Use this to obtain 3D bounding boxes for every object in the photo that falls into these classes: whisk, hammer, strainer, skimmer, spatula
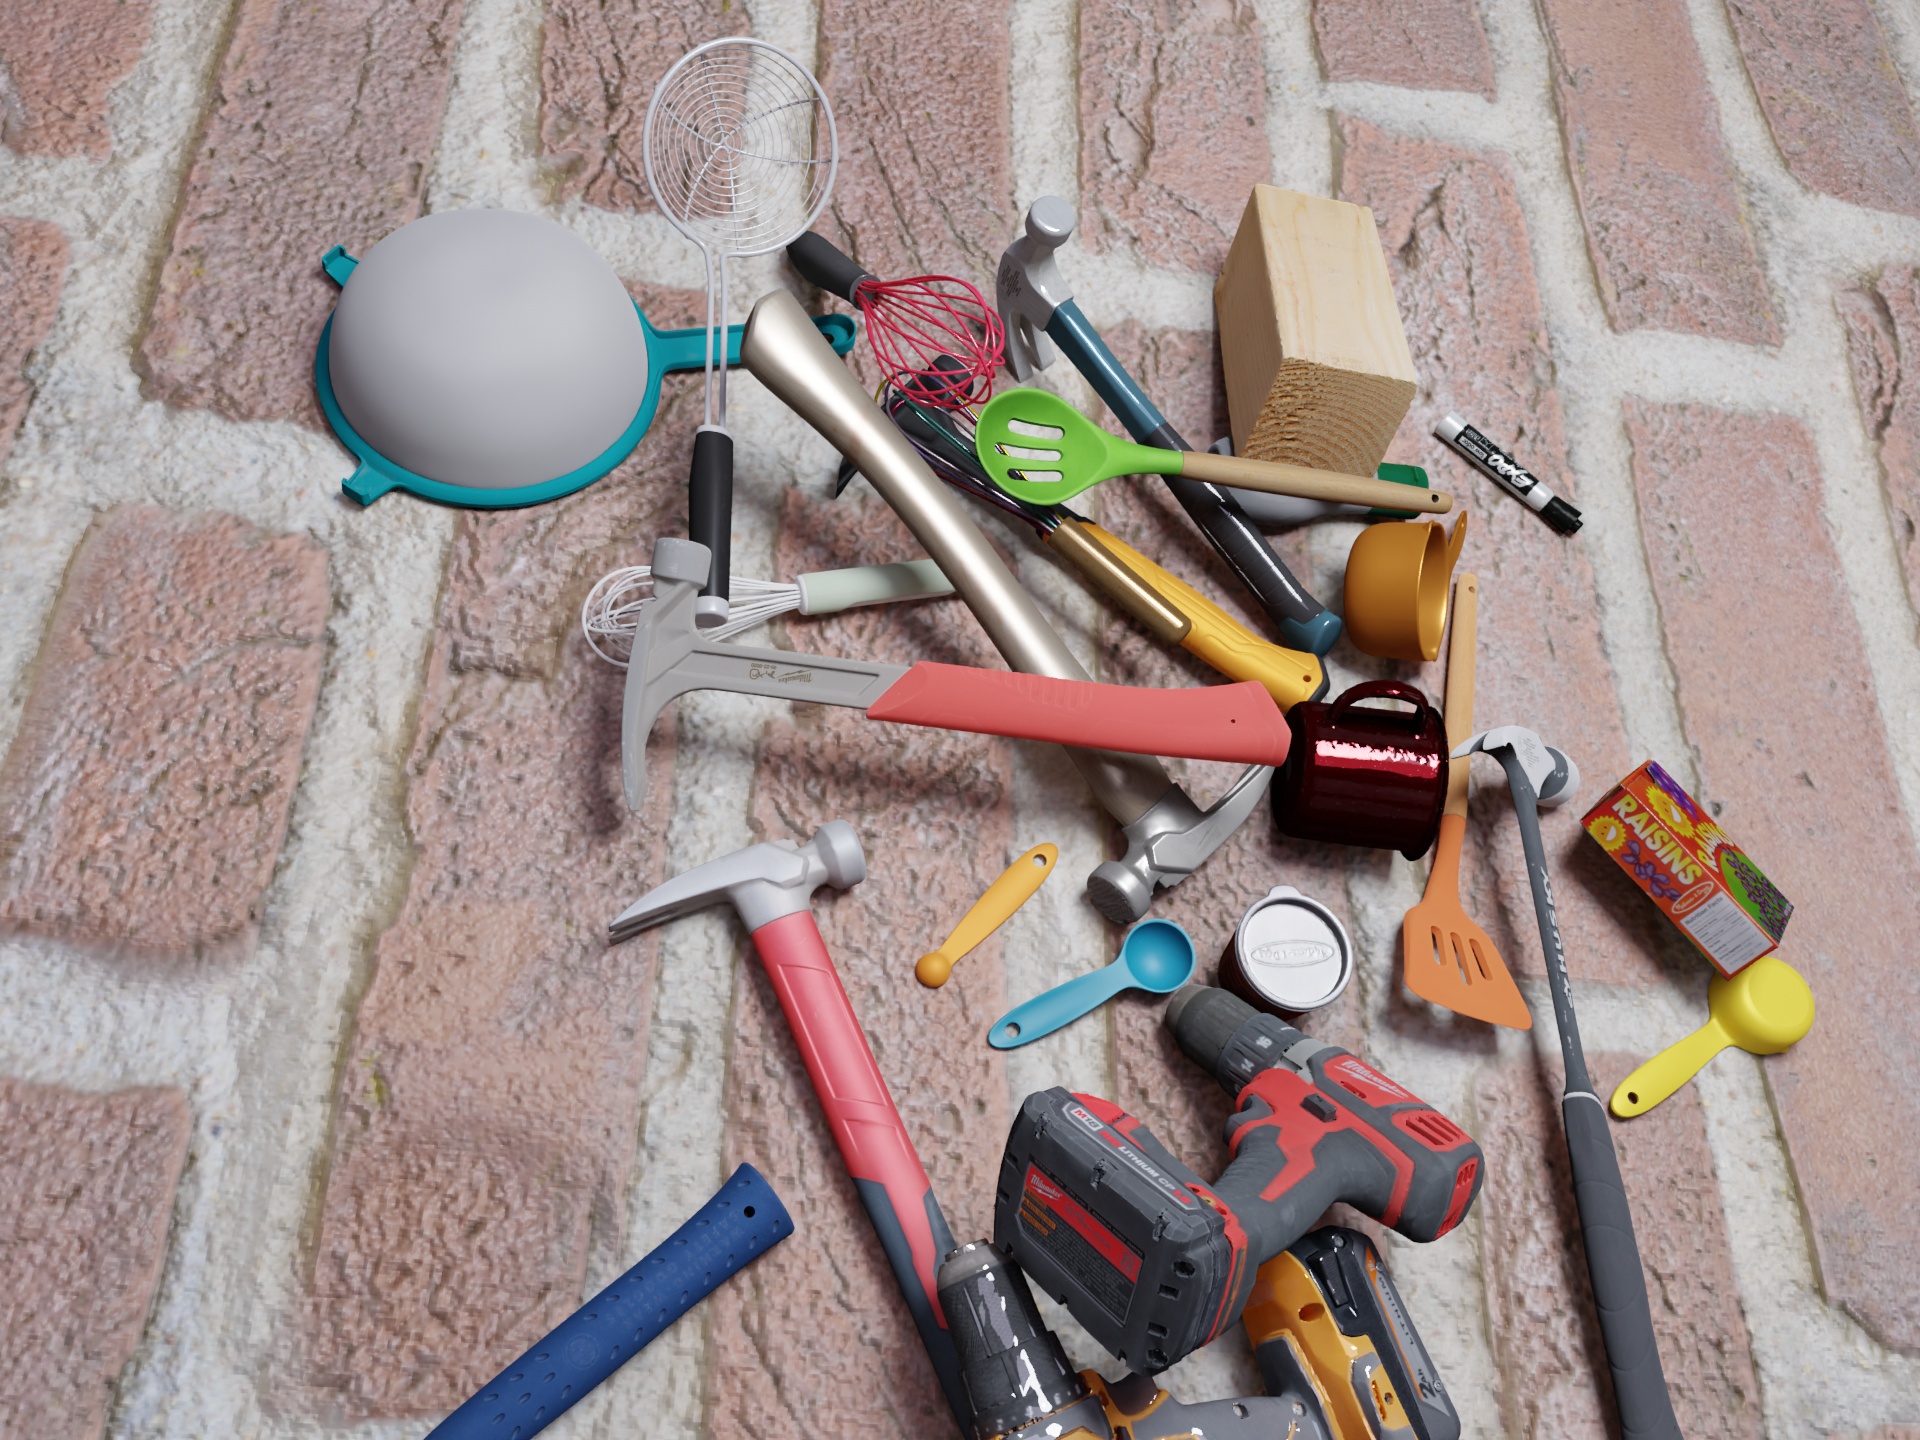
[{"bbox_3d":[-0.103,-0.073,0.955,0.246,0.058,0.059,-9,100,-19],"label":"whisk"},{"bbox_3d":[-0.001,-0.003,0.868,0.359,0.036,0.149,8,87,-2],"label":"hammer"},{"bbox_3d":[0.082,-0.102,1.002,0.337,0.034,0.127,36,61,10],"label":"hammer"},{"bbox_3d":[0.041,-0.127,0.971,0.245,0.051,0.047,41,82,8],"label":"whisk"},{"bbox_3d":[-0.242,0.349,0.713,0.405,0.035,0.144,-35,74,-25],"label":"hammer"},{"bbox_3d":[-0.228,-0.250,0.988,0.340,0.095,0.211,-8,65,-14],"label":"strainer"},{"bbox_3d":[0.020,-0.085,0.928,0.146,0.038,0.410,-39,92,-27],"label":"hammer"},{"bbox_3d":[-0.132,-0.234,0.940,0.127,0.090,0.364,12,63,-31],"label":"skimmer"},{"bbox_3d":[-0.049,0.241,0.806,0.143,0.038,0.387,-19,69,-18],"label":"hammer"},{"bbox_3d":[0.311,0.037,0.980,0.081,0.041,0.323,19,60,-10],"label":"spatula"},{"bbox_3d":[0.133,-0.173,1.021,0.033,0.128,0.331,-35,84,-22],"label":"hammer"},{"bbox_3d":[0.341,0.194,0.879,0.149,0.036,0.409,23,57,-50],"label":"hammer"},{"bbox_3d":[-0.050,-0.258,0.982,0.073,0.073,0.296,-18,35,-19],"label":"whisk"}]

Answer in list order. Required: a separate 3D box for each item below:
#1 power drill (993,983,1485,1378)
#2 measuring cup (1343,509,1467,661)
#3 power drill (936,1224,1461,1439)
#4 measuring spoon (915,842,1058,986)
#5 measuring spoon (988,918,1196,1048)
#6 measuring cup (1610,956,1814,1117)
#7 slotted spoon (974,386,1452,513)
[{"bbox_3d":[0.121,0.204,0.775,0.226,0.080,0.188,-8,28,-40],"label":"power drill"},{"bbox_3d":[0.293,-0.102,1.040,0.052,0.095,0.174,4,30,27],"label":"measuring cup"},{"bbox_3d":[0.105,0.313,0.755,0.226,0.084,0.185,-12,66,-29],"label":"power drill"},{"bbox_3d":[0.017,0.107,0.901,0.021,0.011,0.117,42,63,11],"label":"measuring spoon"},{"bbox_3d":[0.072,0.152,0.891,0.128,0.021,0.042,-24,75,-12],"label":"measuring spoon"},{"bbox_3d":[0.442,0.189,0.934,0.156,0.029,0.062,-26,71,-24],"label":"measuring cup"},{"bbox_3d":[0.156,-0.150,0.964,0.313,0.031,0.070,5,82,-14],"label":"slotted spoon"}]
